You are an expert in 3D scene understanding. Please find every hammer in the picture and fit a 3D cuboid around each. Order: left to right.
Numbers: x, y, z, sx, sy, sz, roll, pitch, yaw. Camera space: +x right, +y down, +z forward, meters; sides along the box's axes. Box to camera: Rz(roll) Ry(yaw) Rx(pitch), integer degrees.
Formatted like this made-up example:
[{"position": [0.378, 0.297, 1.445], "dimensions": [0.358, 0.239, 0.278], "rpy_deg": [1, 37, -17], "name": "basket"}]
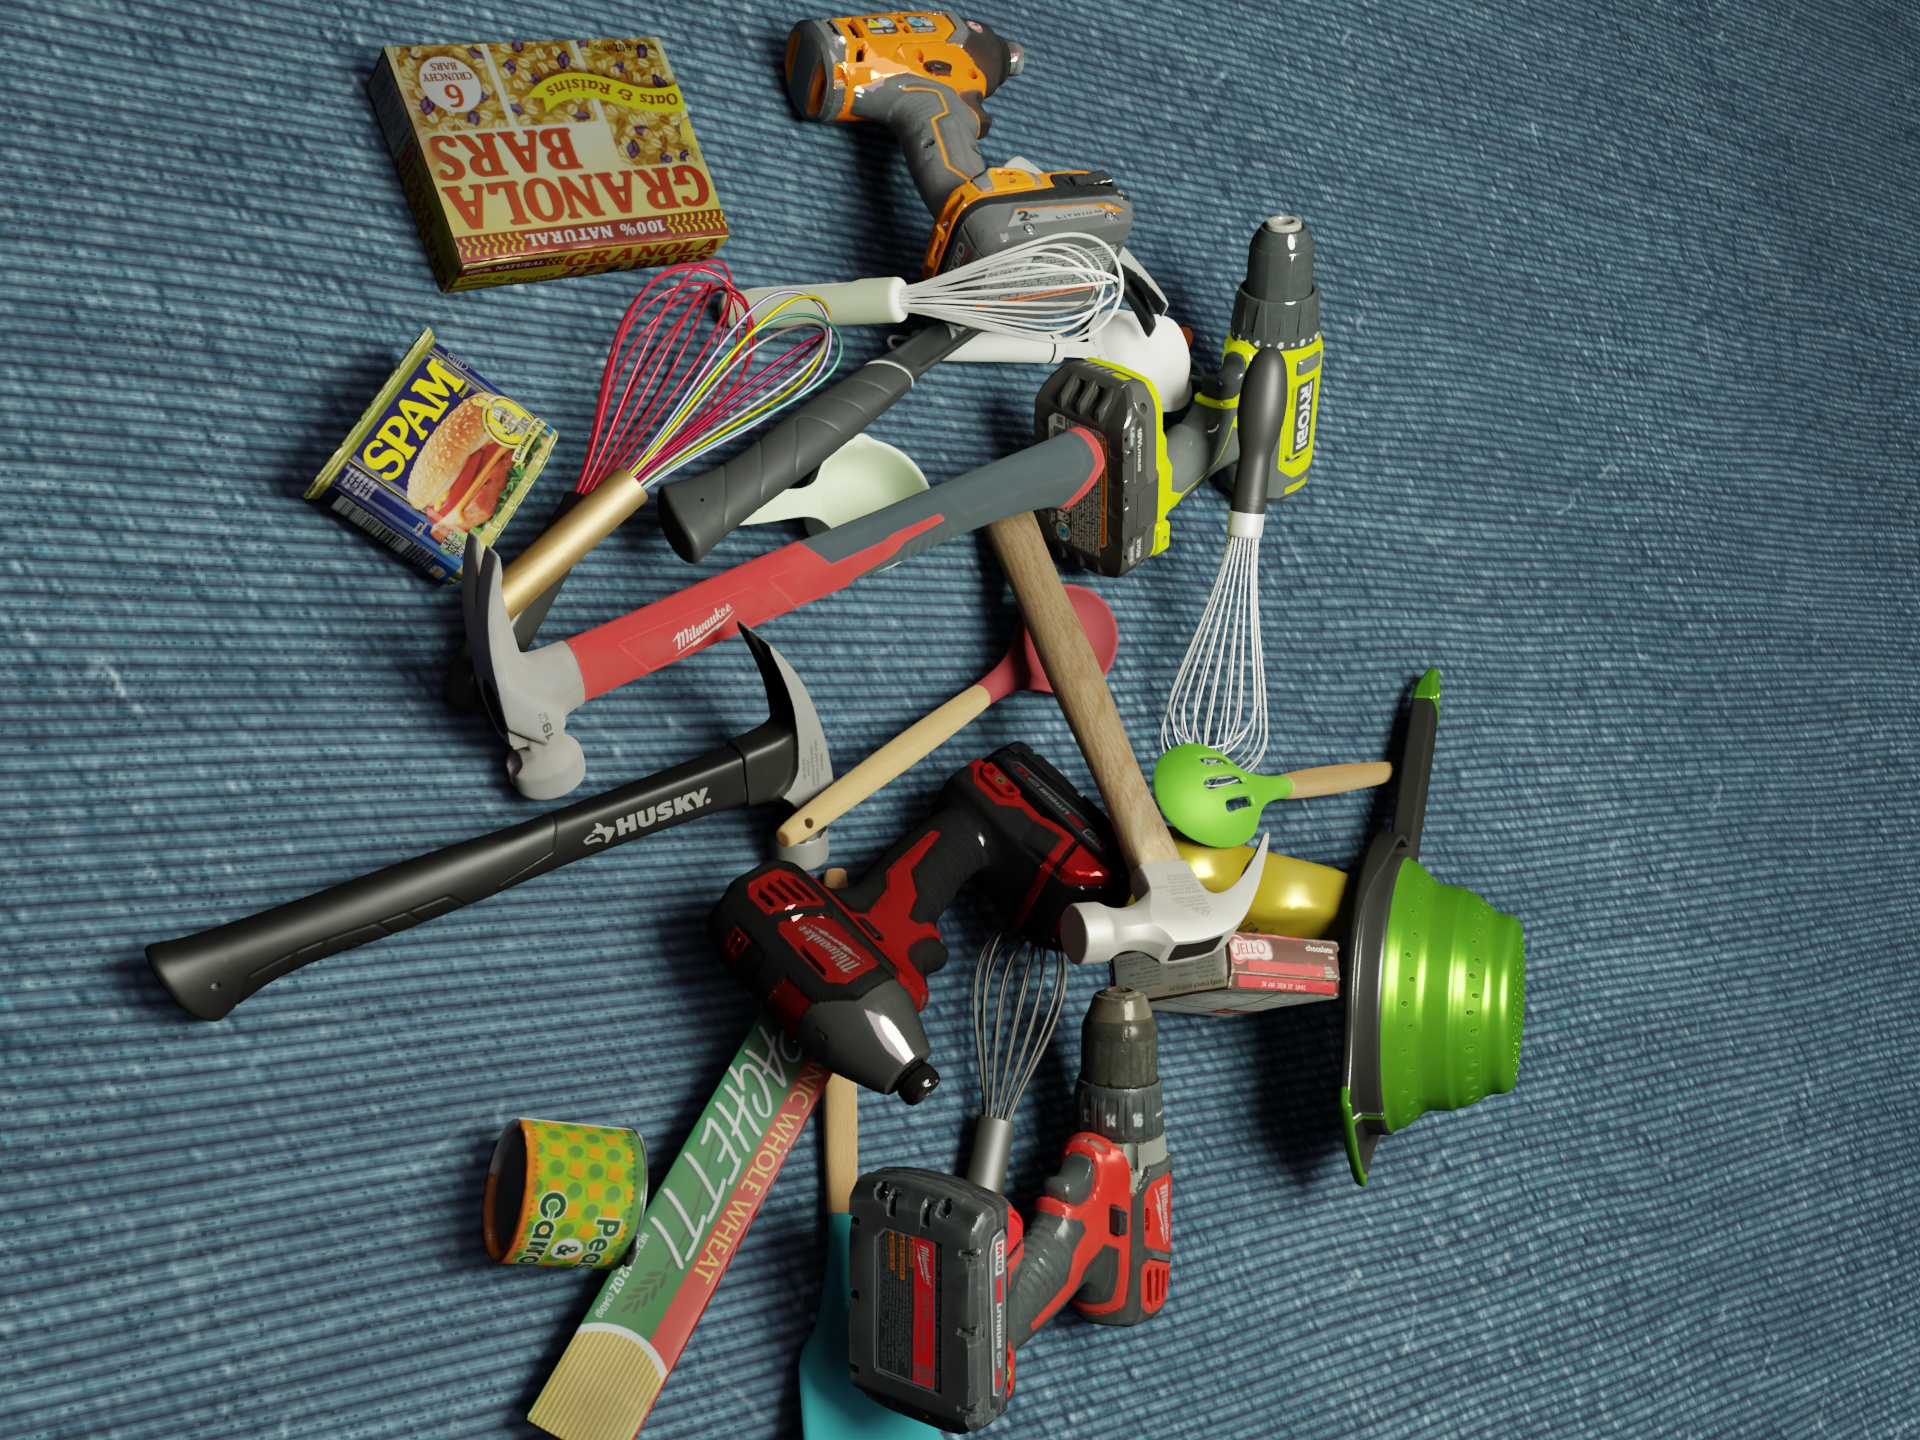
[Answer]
[{"position": [-0.212, 0.059, 0.769], "dimensions": [0.334, 0.035, 0.146], "rpy_deg": [-20, 126, -29], "name": "hammer"}, {"position": [-0.076, -0.097, 0.851], "dimensions": [0.386, 0.038, 0.143], "rpy_deg": [-27, 134, -28], "name": "hammer"}, {"position": [-0.028, -0.210, 0.950], "dimensions": [0.149, 0.036, 0.409], "rpy_deg": [41, 55, 8], "name": "hammer"}, {"position": [0.076, -0.007, 0.911], "dimensions": [0.130, 0.031, 0.332], "rpy_deg": [-1, 50, -22], "name": "hammer"}]

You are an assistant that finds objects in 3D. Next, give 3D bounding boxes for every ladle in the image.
[{"position": [-0.001, -0.003, 0.921], "dimensions": [0.315, 0.031, 0.069], "rpy_deg": [-36, 98, -46], "name": "ladle"}]

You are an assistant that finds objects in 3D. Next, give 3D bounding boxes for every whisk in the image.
[{"position": [-0.190, -0.130, 0.847], "dimensions": [0.073, 0.073, 0.296], "rpy_deg": [35, 67, -21], "name": "whisk"}, {"position": [-0.150, -0.133, 0.815], "dimensions": [0.051, 0.047, 0.245], "rpy_deg": [44, 74, 1], "name": "whisk"}, {"position": [-0.027, -0.238, 0.893], "dimensions": [0.058, 0.246, 0.059], "rpy_deg": [-11, 103, -68], "name": "whisk"}, {"position": [0.018, 0.227, 0.898], "dimensions": [0.055, 0.055, 0.239], "rpy_deg": [21, 72, -27], "name": "whisk"}, {"position": [0.179, -0.093, 1.016], "dimensions": [0.070, 0.070, 0.284], "rpy_deg": [-3, 107, -34], "name": "whisk"}]

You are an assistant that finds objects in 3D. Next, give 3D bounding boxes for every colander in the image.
[{"position": [0.328, 0.115, 1.056], "dimensions": [0.204, 0.094, 0.397], "rpy_deg": [68, 33, -43], "name": "colander"}]

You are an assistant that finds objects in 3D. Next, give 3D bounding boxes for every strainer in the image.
[{"position": [0.069, -0.245, 1.051], "dimensions": [0.258, 0.050, 0.087], "rpy_deg": [-6, 65, -28], "name": "strainer"}]

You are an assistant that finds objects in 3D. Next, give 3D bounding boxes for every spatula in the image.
[{"position": [-0.057, 0.235, 0.847], "dimensions": [0.082, 0.044, 0.318], "rpy_deg": [6, 73, -32], "name": "spatula"}]

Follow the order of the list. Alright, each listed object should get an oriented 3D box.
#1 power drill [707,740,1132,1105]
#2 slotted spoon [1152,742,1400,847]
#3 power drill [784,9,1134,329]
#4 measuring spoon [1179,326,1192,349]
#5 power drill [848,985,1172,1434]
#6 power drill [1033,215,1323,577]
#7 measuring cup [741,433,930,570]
[{"position": [-0.011, 0.107, 0.845], "dimensions": [0.143, 0.078, 0.219], "rpy_deg": [43, 45, 22], "name": "power drill"}, {"position": [0.220, 0.039, 1.034], "dimensions": [0.313, 0.031, 0.070], "rpy_deg": [-2, 59, -53], "name": "slotted spoon"}, {"position": [0.011, -0.353, 0.982], "dimensions": [0.164, 0.084, 0.227], "rpy_deg": [-18, 64, -29], "name": "power drill"}, {"position": [0.135, -0.244, 1.115], "dimensions": [0.021, 0.011, 0.117], "rpy_deg": [48, 57, -13], "name": "measuring spoon"}, {"position": [0.042, 0.249, 0.839], "dimensions": [0.226, 0.080, 0.188], "rpy_deg": [-5, 97, -53], "name": "power drill"}, {"position": [0.153, -0.207, 1.030], "dimensions": [0.228, 0.080, 0.190], "rpy_deg": [-32, 135, -32], "name": "power drill"}, {"position": [-0.096, -0.119, 0.919], "dimensions": [0.167, 0.038, 0.083], "rpy_deg": [-8, 78, -29], "name": "measuring cup"}]
